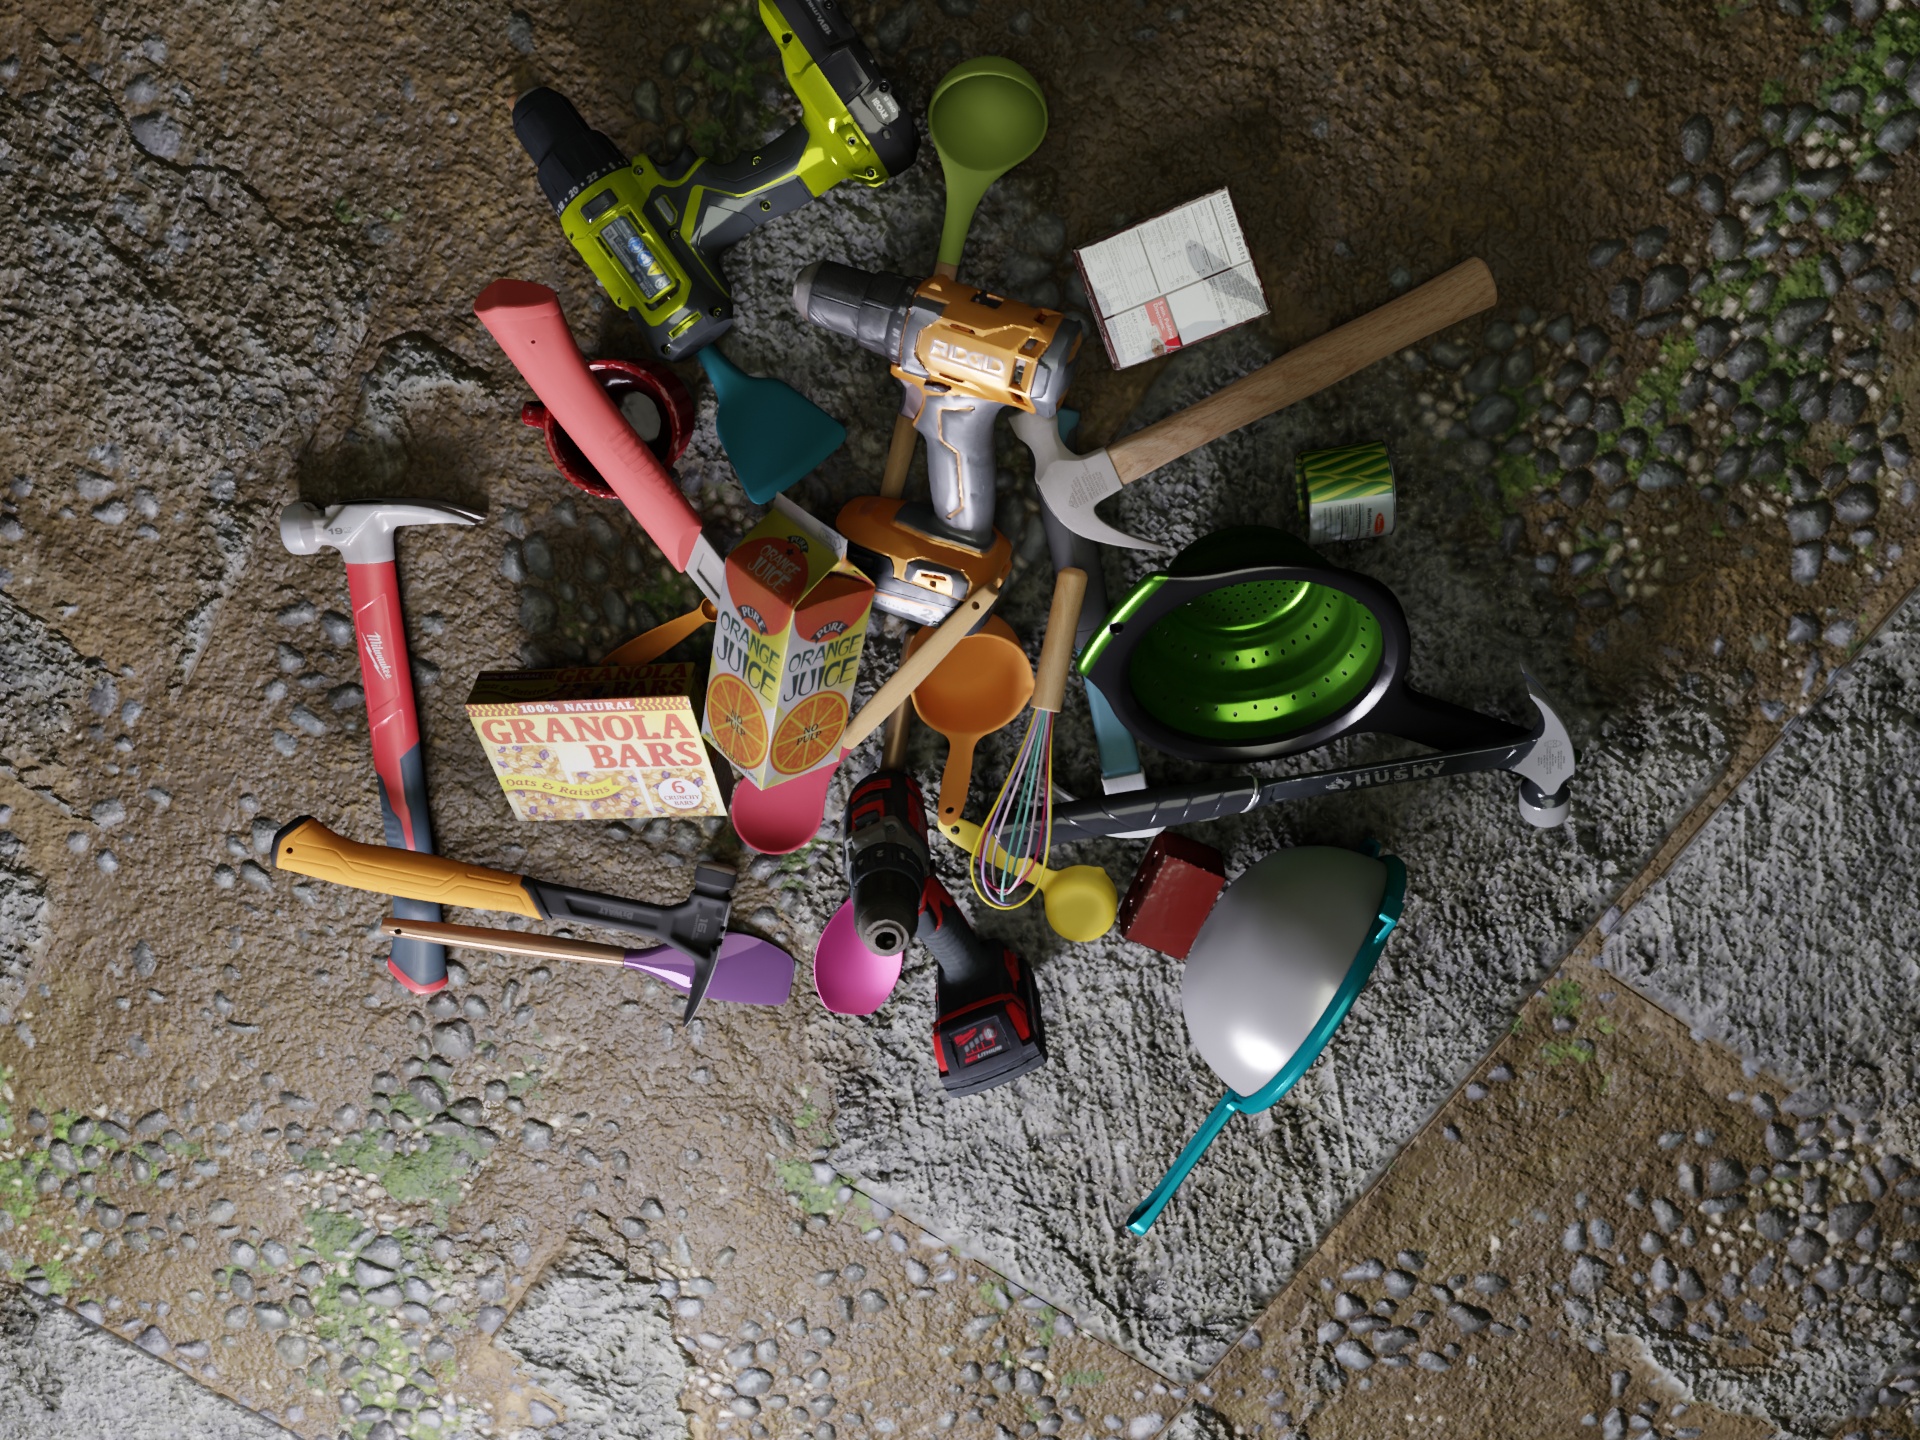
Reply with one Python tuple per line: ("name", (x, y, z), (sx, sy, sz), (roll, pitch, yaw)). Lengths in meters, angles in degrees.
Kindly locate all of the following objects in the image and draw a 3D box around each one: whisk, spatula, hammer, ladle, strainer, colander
("whisk", (0.051, 0.013, 1.114), (0.047, 0.051, 0.245), (13, 92, 22))
("spatula", (-0.287, 0.179, 1.237), (0.316, 0.018, 0.059), (9, 106, -9))
("spatula", (-0.204, -0.296, 1.088), (0.082, 0.044, 0.317), (-38, 101, -1))
("hammer", (0.223, 0.047, 1.126), (0.409, 0.036, 0.149), (-9, 137, 10))
("ladle", (-0.069, 0.000, 1.128), (0.069, 0.031, 0.315), (45, 128, -1))
("ladle", (-0.014, -0.282, 1.077), (0.078, 0.062, 0.320), (11, 111, -13))
("hammer", (-0.208, -0.138, 1.060), (0.149, 0.037, 0.358), (-26, 132, 10))
("hammer", (0.207, -0.221, 1.079), (0.331, 0.031, 0.130), (-26, 105, 4))
("strainer", (0.187, 0.218, 1.145), (0.095, 0.211, 0.340), (33, 103, 3))
("hammer", (-0.411, 0.026, 1.203), (0.143, 0.038, 0.386), (-1, 107, 2))
("colander", (0.271, -0.045, 1.122), (0.396, 0.095, 0.204), (16, 138, -21))
("hammer", (-0.346, 0.137, 1.198), (0.336, 0.034, 0.127), (14, 91, -9))
("hammer", (0.095, -0.069, 1.150), (0.128, 0.033, 0.331), (-12, 106, 6))

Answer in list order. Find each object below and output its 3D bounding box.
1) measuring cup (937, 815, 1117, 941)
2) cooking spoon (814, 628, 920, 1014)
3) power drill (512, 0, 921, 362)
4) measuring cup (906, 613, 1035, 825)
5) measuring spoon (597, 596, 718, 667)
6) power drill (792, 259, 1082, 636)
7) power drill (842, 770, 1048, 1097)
("measuring cup", (0.050, 0.118, 1.211), (0.156, 0.029, 0.062), (30, 106, -8))
("cooking spoon", (-0.061, 0.083, 1.213), (0.068, 0.017, 0.318), (8, 108, -9))
("power drill", (-0.160, -0.372, 1.031), (0.228, 0.080, 0.190), (-34, 97, 7))
("measuring cup", (-0.002, -0.004, 1.168), (0.095, 0.052, 0.173), (0, 126, -14))
("measuring spoon", (-0.223, -0.061, 1.182), (0.117, 0.011, 0.021), (-28, 104, 15))
("power drill", (-0.033, -0.185, 1.047), (0.185, 0.084, 0.226), (19, 127, 7))
("power drill", (-0.018, 0.164, 1.141), (0.080, 0.188, 0.226), (-23, 115, 9))
